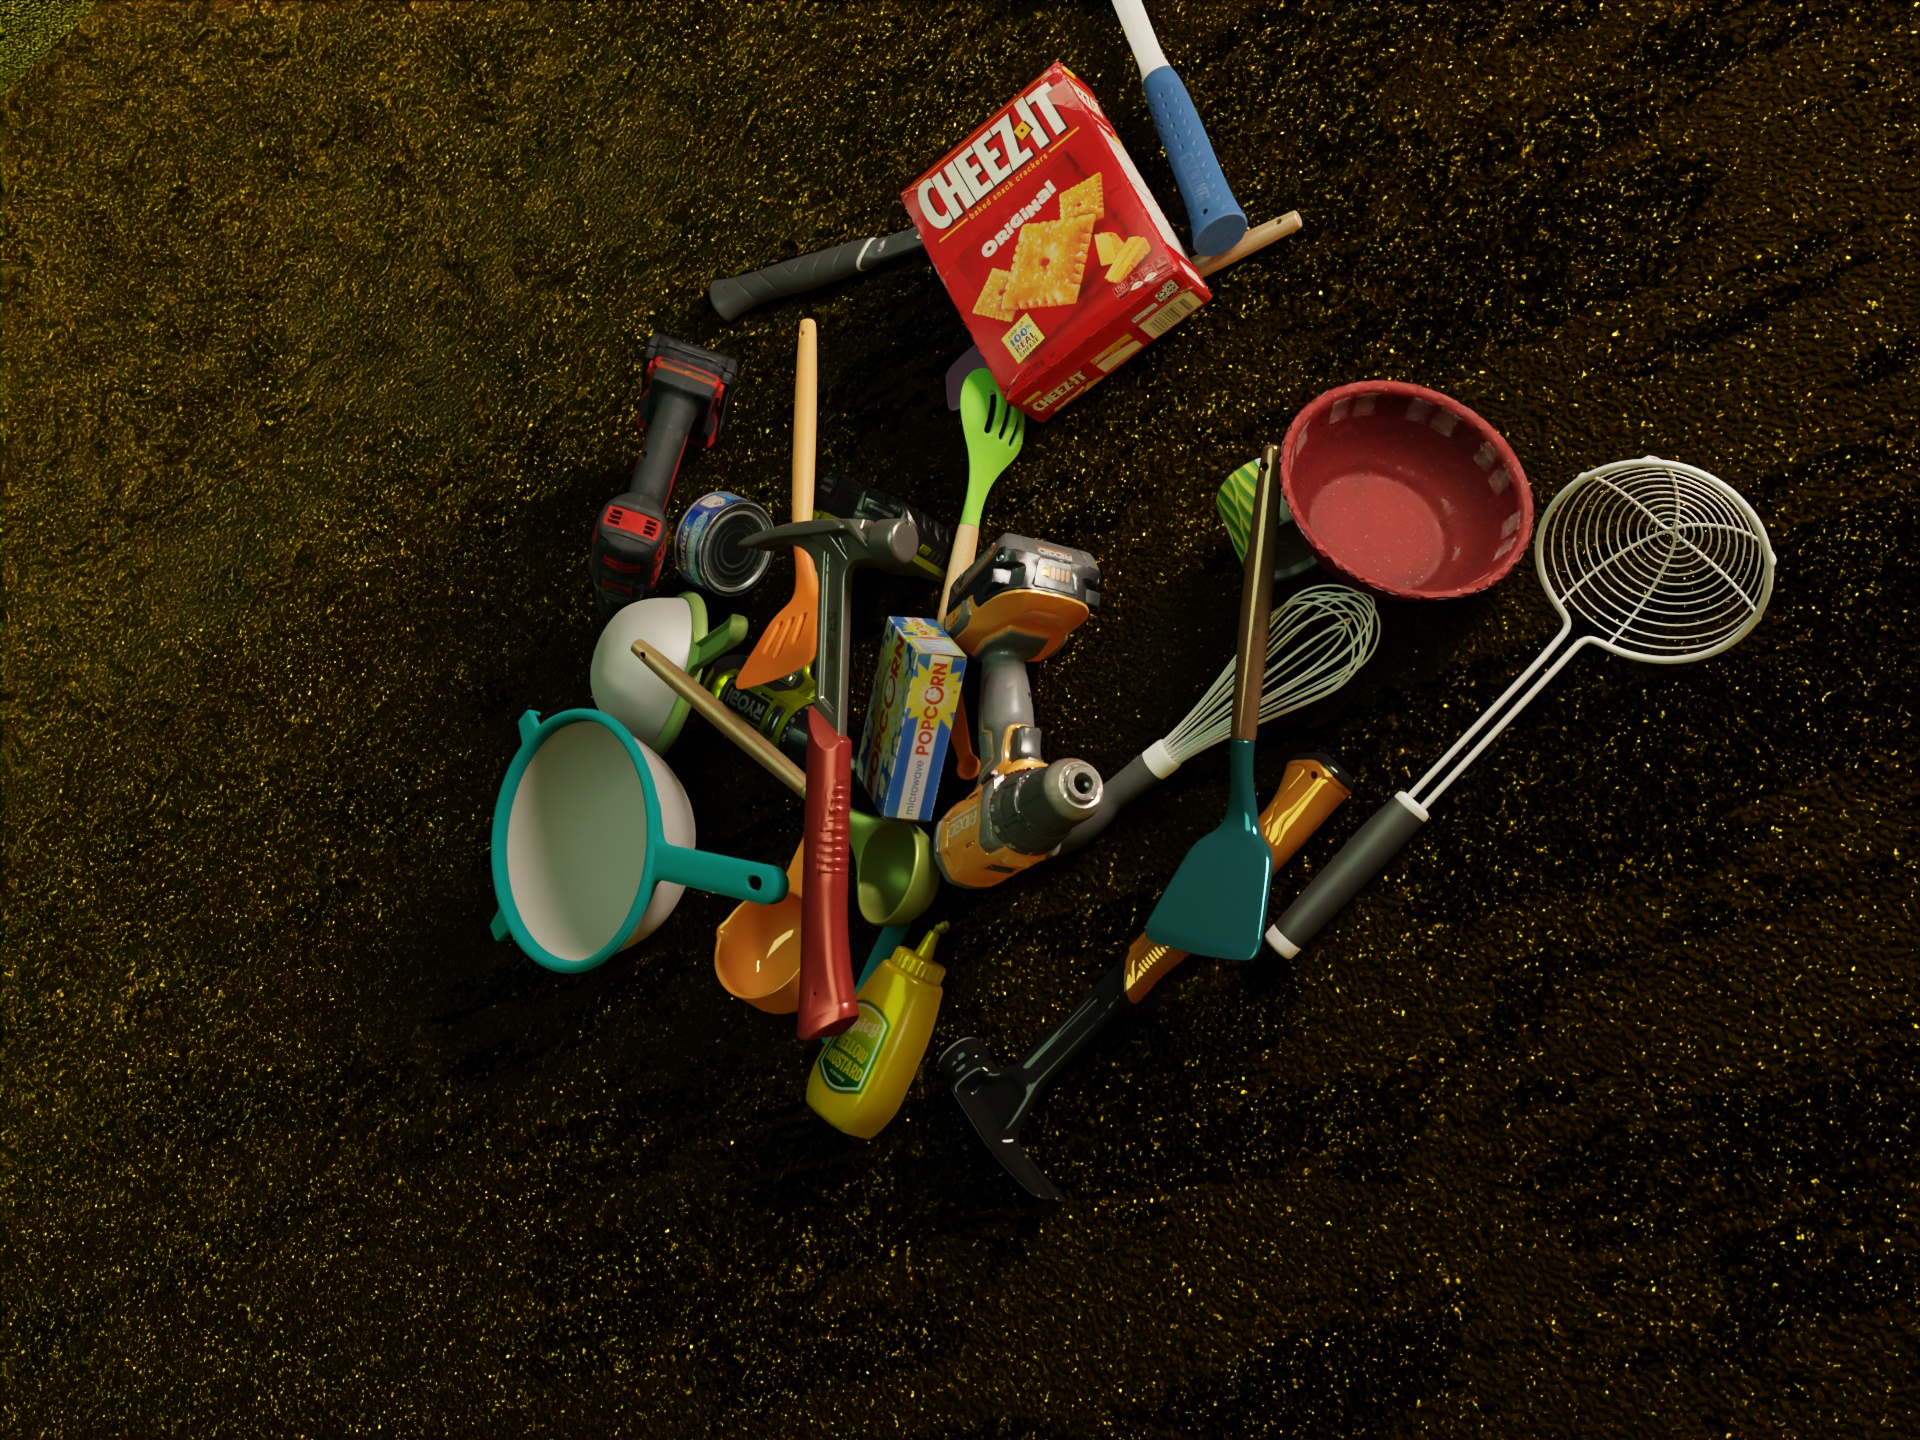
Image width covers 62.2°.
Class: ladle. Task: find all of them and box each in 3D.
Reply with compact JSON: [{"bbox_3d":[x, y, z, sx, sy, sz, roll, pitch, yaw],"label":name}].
[{"bbox_3d":[-0.140,0.036,1.182,0.320,0.062,0.078,38,110,18],"label":"ladle"}]

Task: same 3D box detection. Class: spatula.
[{"bbox_3d":[0.117,-0.322,1.239,0.316,0.018,0.060,-19,61,30],"label":"spatula"},{"bbox_3d":[-0.129,-0.175,1.238,0.081,0.041,0.323,-16,65,37],"label":"spatula"},{"bbox_3d":[0.173,-0.014,0.986,0.082,0.044,0.317,6,91,43],"label":"spatula"}]

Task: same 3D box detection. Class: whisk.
[{"bbox_3d":[0.158,0.006,1.055,0.284,0.070,0.070,-39,53,23],"label":"whisk"}]

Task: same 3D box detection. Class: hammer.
[{"bbox_3d":[-0.099,0.039,1.110,0.149,0.036,0.359,0,87,38],"label":"hammer"},{"bbox_3d":[0.159,-0.524,1.269,0.144,0.035,0.406,-28,54,23],"label":"hammer"},{"bbox_3d":[-0.065,-0.421,1.402,0.409,0.036,0.149,-6,67,34],"label":"hammer"},{"bbox_3d":[0.130,0.155,1.023,0.337,0.034,0.127,-48,51,10],"label":"hammer"}]

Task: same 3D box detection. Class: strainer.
[{"bbox_3d":[-0.236,0.105,1.261,0.340,0.095,0.211,7,89,39],"label":"strainer"},{"bbox_3d":[-0.247,-0.053,1.291,0.256,0.069,0.151,-21,57,59],"label":"strainer"}]

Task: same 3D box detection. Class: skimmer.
[{"bbox_3d":[0.305,0.008,0.922,0.127,0.090,0.363,42,102,7],"label":"skimmer"}]

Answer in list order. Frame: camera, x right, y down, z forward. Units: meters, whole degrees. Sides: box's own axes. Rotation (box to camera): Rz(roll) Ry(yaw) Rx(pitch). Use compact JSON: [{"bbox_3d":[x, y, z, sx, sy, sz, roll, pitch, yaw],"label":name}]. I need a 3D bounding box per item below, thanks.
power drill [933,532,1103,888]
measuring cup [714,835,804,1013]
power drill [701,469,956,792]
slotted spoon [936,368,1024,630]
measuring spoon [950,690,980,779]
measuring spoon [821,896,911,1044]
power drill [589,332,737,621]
[{"bbox_3d":[0.045,-0.010,1.081,0.185,0.084,0.226,143,135,-62],"label":"power drill"},{"bbox_3d":[-0.117,0.139,1.201,0.095,0.052,0.174,9,64,35],"label":"measuring cup"},{"bbox_3d":[-0.095,-0.065,1.250,0.191,0.080,0.228,28,92,41],"label":"power drill"},{"bbox_3d":[0.003,-0.123,1.215,0.031,0.070,0.314,2,76,46],"label":"slotted spoon"},{"bbox_3d":[-0.002,-0.004,1.201,0.021,0.011,0.117,-32,52,25],"label":"measuring spoon"},{"bbox_3d":[-0.069,0.182,1.162,0.042,0.021,0.128,26,87,40],"label":"measuring spoon"},{"bbox_3d":[-0.271,-0.202,1.401,0.188,0.080,0.227,128,158,-66],"label":"power drill"}]
